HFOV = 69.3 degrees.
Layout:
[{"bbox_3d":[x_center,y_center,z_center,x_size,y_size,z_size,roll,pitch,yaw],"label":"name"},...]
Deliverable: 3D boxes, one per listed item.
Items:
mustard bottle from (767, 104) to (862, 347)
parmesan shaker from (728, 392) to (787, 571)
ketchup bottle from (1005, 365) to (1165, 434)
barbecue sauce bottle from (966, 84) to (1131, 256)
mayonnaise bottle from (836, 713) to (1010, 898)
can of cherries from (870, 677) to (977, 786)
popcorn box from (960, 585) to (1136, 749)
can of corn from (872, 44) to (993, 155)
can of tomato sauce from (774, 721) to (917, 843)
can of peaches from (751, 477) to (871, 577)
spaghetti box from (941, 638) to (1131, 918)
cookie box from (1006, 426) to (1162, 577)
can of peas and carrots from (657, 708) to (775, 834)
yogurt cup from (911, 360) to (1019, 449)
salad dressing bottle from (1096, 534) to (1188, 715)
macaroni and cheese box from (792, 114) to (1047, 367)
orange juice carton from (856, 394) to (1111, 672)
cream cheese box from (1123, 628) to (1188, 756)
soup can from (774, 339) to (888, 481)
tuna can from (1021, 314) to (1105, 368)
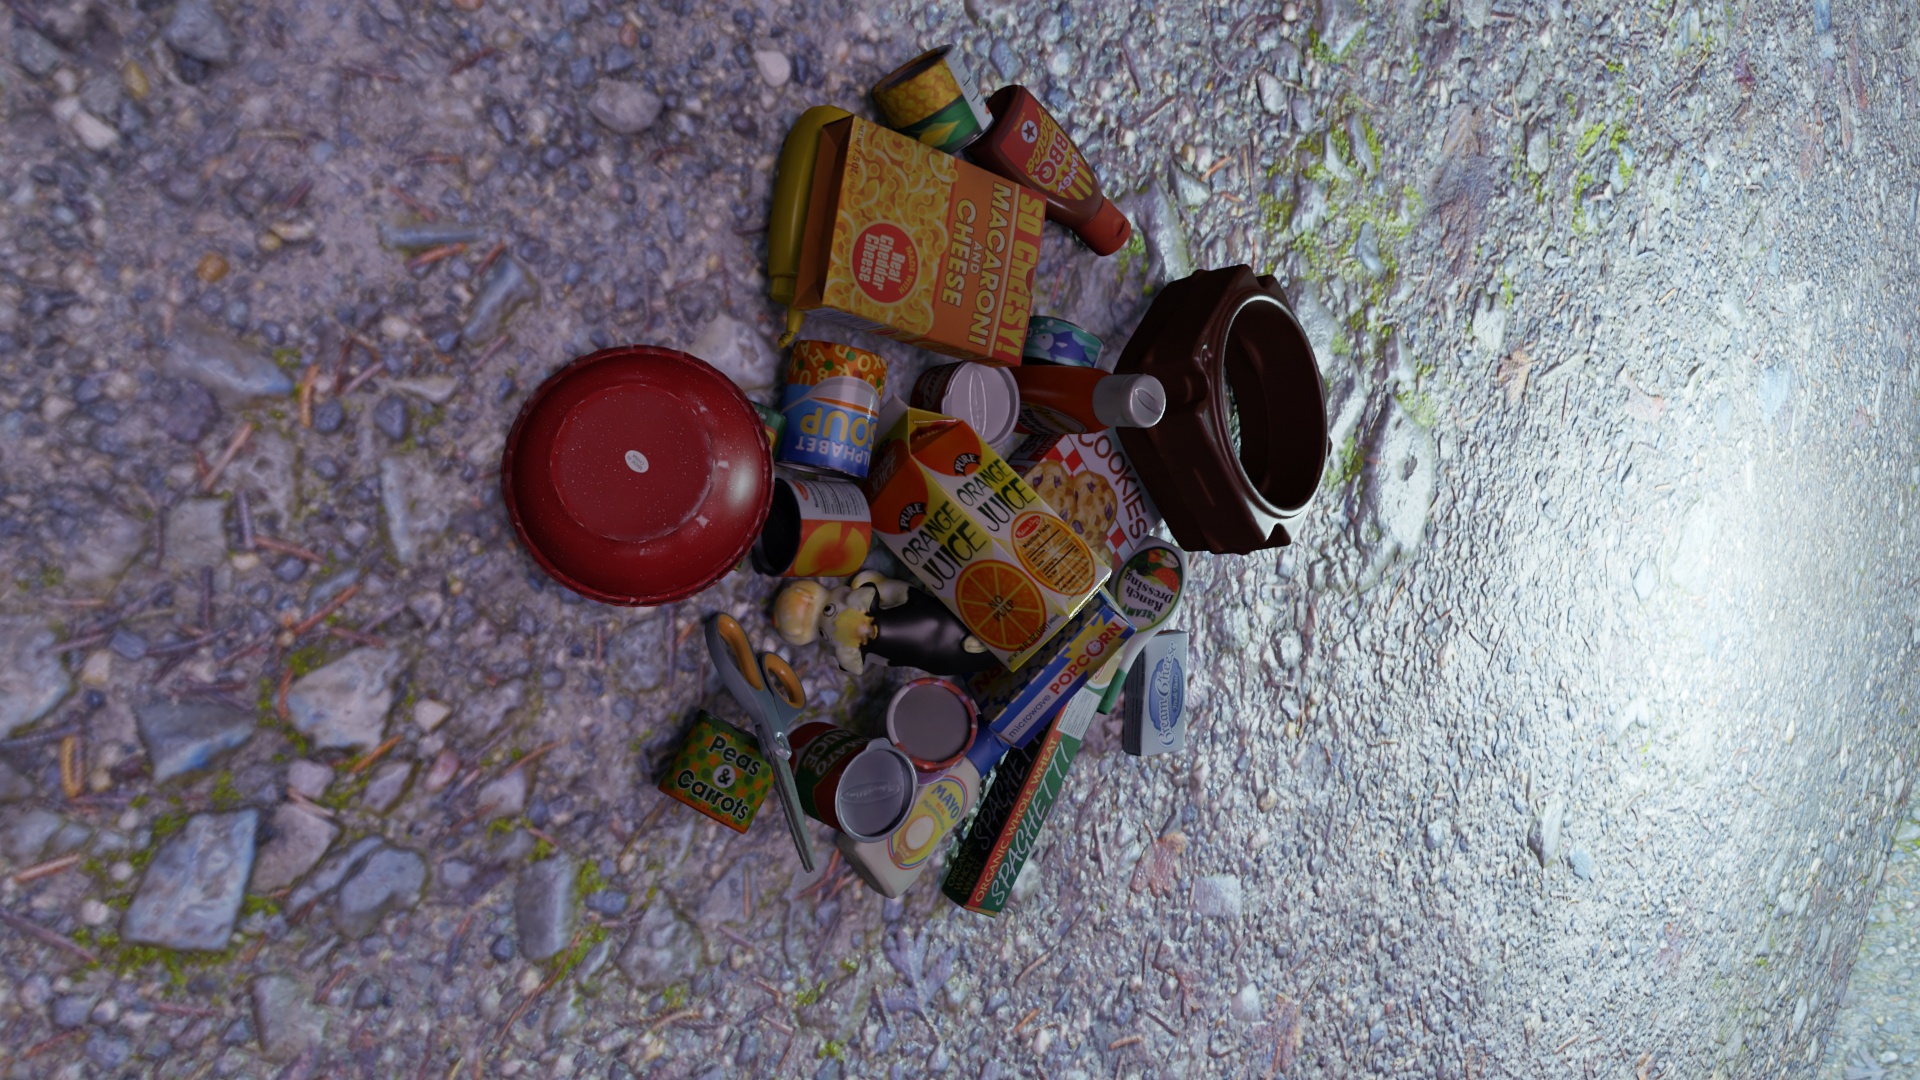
[{"bbox_3d":[-0.095,-0.204,0.924,0.065,0.049,0.160,15,86,-36],"label":"mustard bottle"},{"bbox_3d":[-0.159,-0.040,0.883,0.071,0.071,0.103,22,81,-37],"label":"parmesan shaker"},{"bbox_3d":[0.083,-0.102,1.010,0.064,0.149,0.043,34,73,-35],"label":"ketchup bottle"},{"bbox_3d":[0.071,-0.273,1.049,0.148,0.043,0.065,36,72,-35],"label":"barbecue sauce bottle"},{"bbox_3d":[-0.022,0.191,1.029,0.149,0.041,0.064,-44,116,-25],"label":"mayonnaise bottle"},{"bbox_3d":[-0.024,0.137,0.990,0.071,0.058,0.072,6,65,-13],"label":"can of cherries"},{"bbox_3d":[0.062,0.080,1.024,0.038,0.085,0.126,38,100,-28],"label":"popcorn box"},{"bbox_3d":[-0.022,-0.300,0.961,0.071,0.071,0.058,-45,119,-25],"label":"can of corn"},{"bbox_3d":[-0.080,0.163,0.954,0.071,0.083,0.071,-5,98,-37],"label":"can of tomato sauce"},{"bbox_3d":[-0.102,-0.006,0.932,0.058,0.071,0.071,1,95,-38],"label":"can of peaches"},{"bbox_3d":[0.061,0.170,1.075,0.050,0.029,0.250,32,82,-50],"label":"spaghetti box"},{"bbox_3d":[0.091,-0.032,1.094,0.168,0.040,0.122,-46,121,-24],"label":"cookie box"},{"bbox_3d":[-0.154,0.151,0.904,0.071,0.071,0.059,38,73,-34],"label":"can of peas and carrots"},{"bbox_3d":[0.001,-0.100,1.007,0.072,0.054,0.072,-5,99,-37],"label":"yogurt cup"},{"bbox_3d":[0.135,0.069,1.133,0.064,0.044,0.148,27,82,-6],"label":"salad dressing bottle"},{"bbox_3d":[-0.022,-0.192,0.921,0.166,0.040,0.123,11,86,-38],"label":"macaroni and cheese box"},{"bbox_3d":[0.003,-0.012,0.952,0.193,0.071,0.073,45,39,4],"label":"orange juice carton"},{"bbox_3d":[0.166,0.129,1.179,0.053,0.024,0.103,-3,96,-36],"label":"cream cheese box"},{"bbox_3d":[-0.086,-0.086,0.930,0.071,0.071,0.083,12,87,-38],"label":"soup can"},{"bbox_3d":[0.071,-0.143,1.050,0.071,0.071,0.033,24,81,-37],"label":"tuna can"}]
